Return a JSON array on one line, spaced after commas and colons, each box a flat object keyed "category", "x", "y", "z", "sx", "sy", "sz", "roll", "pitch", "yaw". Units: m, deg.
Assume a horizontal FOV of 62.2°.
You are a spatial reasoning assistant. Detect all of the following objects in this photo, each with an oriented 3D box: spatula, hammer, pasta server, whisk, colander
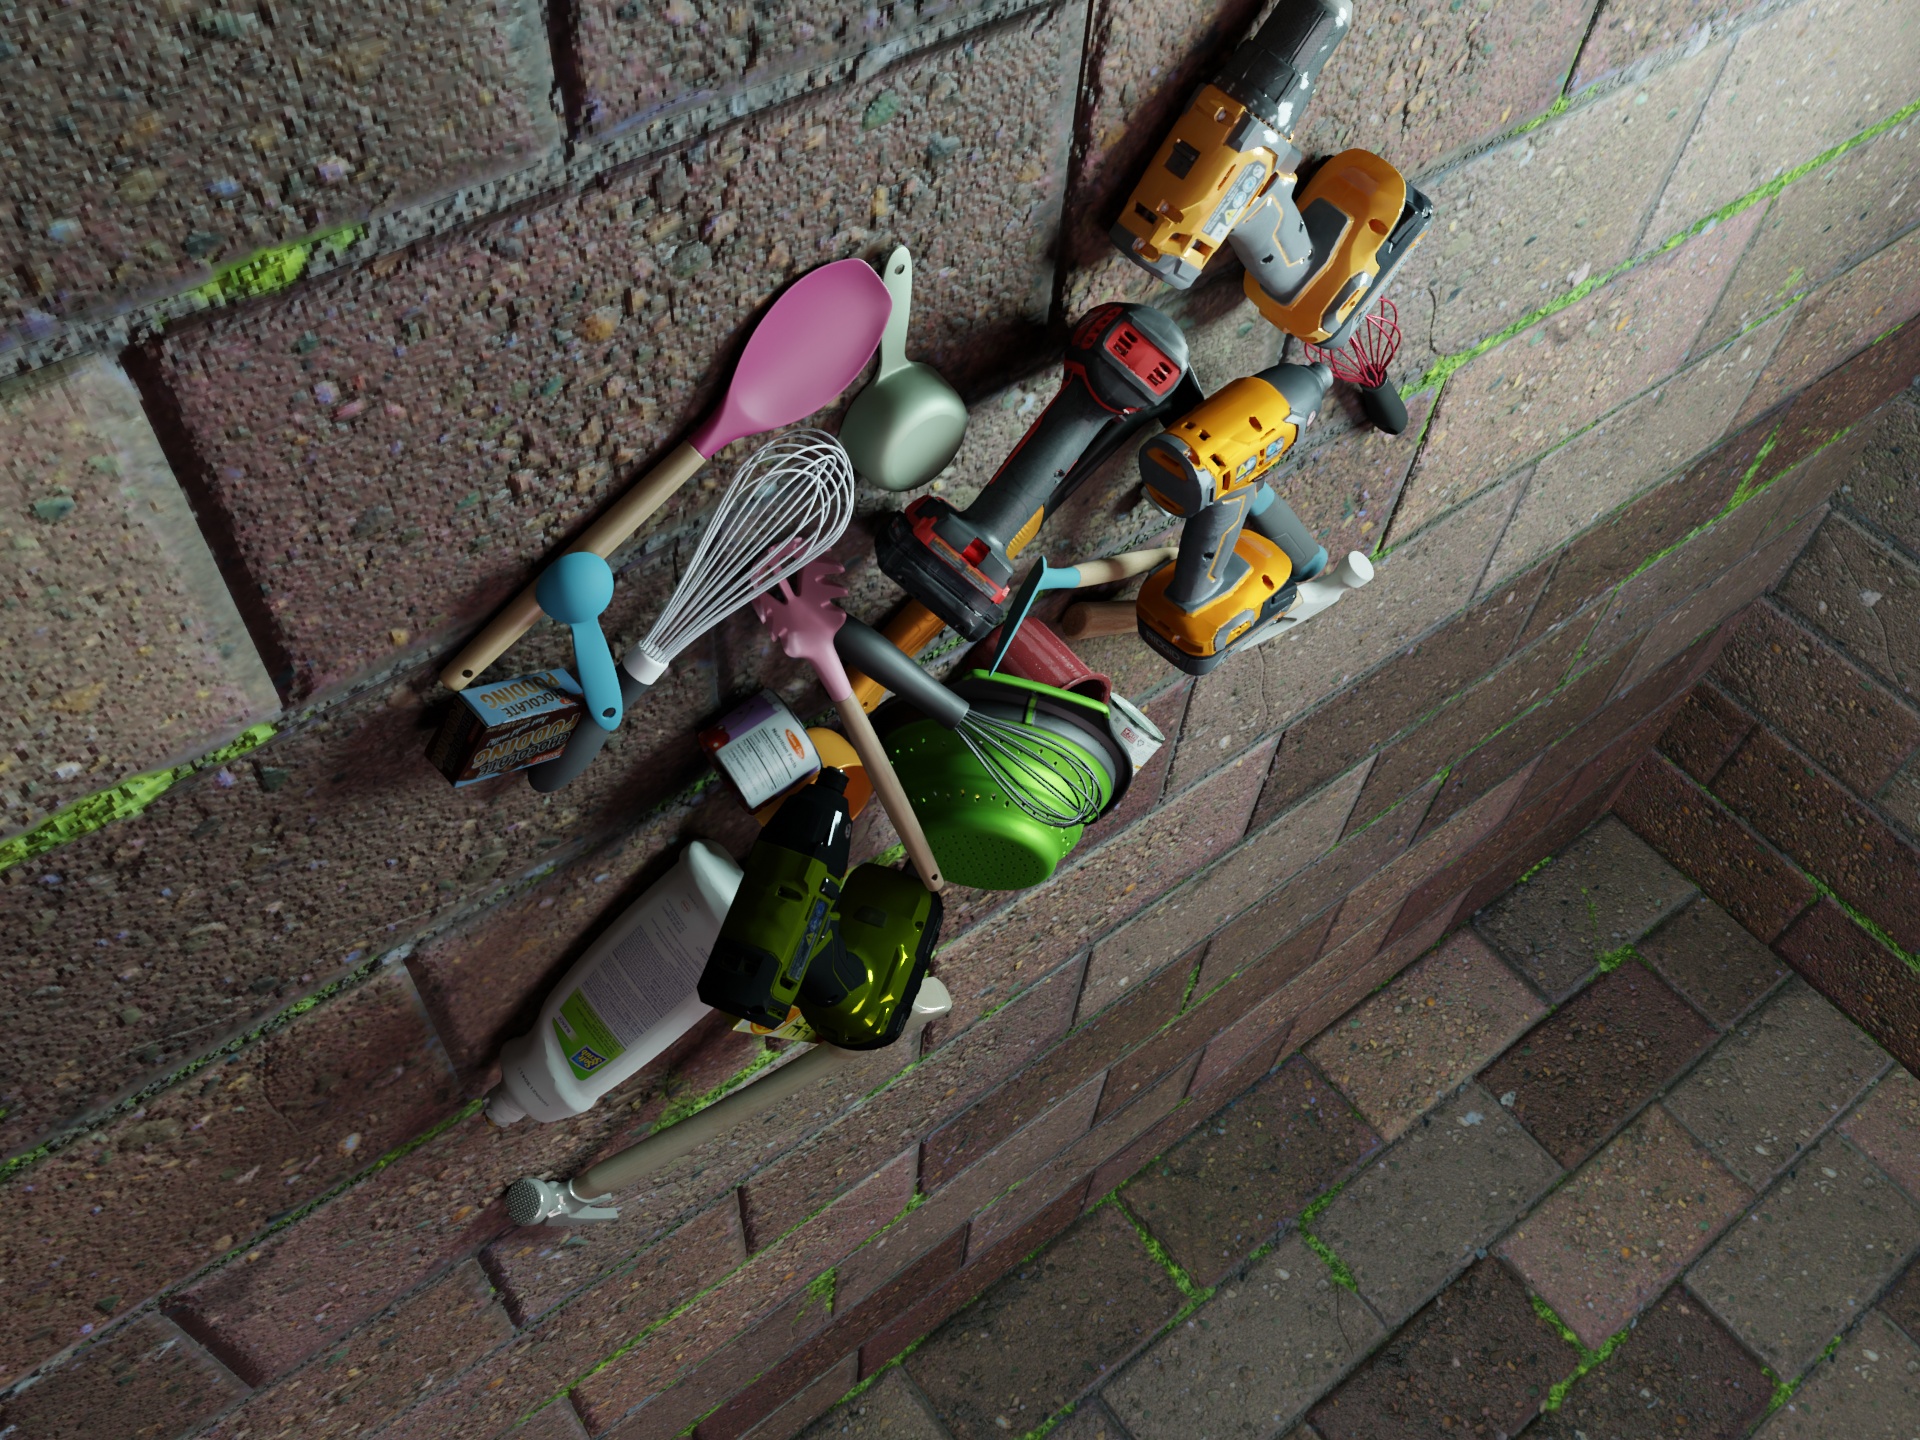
[{"category": "spatula", "x": 0.102, "y": -0.101, "z": 1.174, "sx": 0.317, "sy": 0.044, "sz": 0.082, "roll": -20, "pitch": 142, "yaw": -56}, {"category": "hammer", "x": 0.032, "y": -0.129, "z": 1.095, "sx": 0.337, "sy": 0.034, "sz": 0.127, "roll": -44, "pitch": 154, "yaw": 4}, {"category": "pasta server", "x": -0.065, "y": 0.006, "z": 1.043, "sx": 0.060, "sy": 0.040, "sz": 0.315, "roll": -34, "pitch": 128, "yaw": -14}, {"category": "whisk", "x": 0.320, "y": -0.276, "z": 1.249, "sx": 0.073, "sy": 0.073, "sz": 0.295, "roll": -48, "pitch": 158, "yaw": 10}, {"category": "hammer", "x": 0.211, "y": -0.095, "z": 1.366, "sx": 0.331, "sy": 0.031, "sz": 0.130, "roll": -8, "pitch": 159, "yaw": -41}, {"category": "whisk", "x": -0.002, "y": -0.003, "z": 1.057, "sx": 0.055, "sy": 0.239, "sz": 0.055, "roll": -51, "pitch": -169, "yaw": 14}, {"category": "whisk", "x": -0.163, "y": -0.057, "z": 0.919, "sx": 0.284, "sy": 0.070, "sz": 0.070, "roll": -45, "pitch": 154, "yaw": 18}, {"category": "hammer", "x": -0.185, "y": 0.332, "z": 1.370, "sx": 0.410, "sy": 0.038, "sz": 0.146, "roll": -30, "pitch": 157, "yaw": 10}, {"category": "hammer", "x": 0.252, "y": -0.177, "z": 1.327, "sx": 0.128, "sy": 0.033, "sz": 0.330, "roll": -46, "pitch": 154, "yaw": 9}, {"category": "colander", "x": 0.000, "y": 0.099, "z": 1.240, "sx": 0.204, "sy": 0.095, "sz": 0.397, "roll": 15, "pitch": 151, "yaw": -8}]

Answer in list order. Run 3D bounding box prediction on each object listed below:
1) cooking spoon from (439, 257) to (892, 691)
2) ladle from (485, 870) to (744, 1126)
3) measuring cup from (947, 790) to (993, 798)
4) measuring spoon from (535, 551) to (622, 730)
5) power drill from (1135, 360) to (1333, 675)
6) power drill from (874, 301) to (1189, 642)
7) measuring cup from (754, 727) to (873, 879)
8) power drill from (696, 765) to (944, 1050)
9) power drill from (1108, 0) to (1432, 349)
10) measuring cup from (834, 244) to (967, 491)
[{"category": "cooking spoon", "x": -0.160, "y": -0.128, "z": 0.851, "sx": 0.319, "sy": 0.017, "sz": 0.068, "roll": -43, "pitch": 137, "yaw": 2}, {"category": "ladle", "x": -0.245, "y": 0.209, "z": 1.230, "sx": 0.315, "sy": 0.031, "sz": 0.069, "roll": -41, "pitch": 148, "yaw": 0}, {"category": "measuring cup", "x": -0.013, "y": 0.066, "z": 1.327, "sx": 0.062, "sy": 0.029, "sz": 0.156, "roll": -45, "pitch": 155, "yaw": 4}, {"category": "measuring spoon", "x": -0.200, "y": -0.036, "z": 0.872, "sx": 0.042, "sy": 0.021, "sz": 0.128, "roll": -25, "pitch": 139, "yaw": -21}, {"category": "power drill", "x": 0.204, "y": -0.155, "z": 1.168, "sx": 0.164, "sy": 0.084, "sz": 0.226, "roll": -36, "pitch": 148, "yaw": -21}, {"category": "power drill", "x": 0.045, "y": -0.162, "z": 0.976, "sx": 0.219, "sy": 0.078, "sz": 0.143, "roll": -49, "pitch": -166, "yaw": 9}, {"category": "measuring cup", "x": -0.110, "y": 0.068, "z": 1.178, "sx": 0.095, "sy": 0.052, "sz": 0.173, "roll": -34, "pitch": 154, "yaw": -18}, {"category": "power drill", "x": -0.088, "y": 0.138, "z": 1.101, "sx": 0.171, "sy": 0.080, "sz": 0.223, "roll": -69, "pitch": 158, "yaw": -14}, {"category": "power drill", "x": 0.209, "y": -0.337, "z": 0.983, "sx": 0.226, "sy": 0.084, "sz": 0.185, "roll": 6, "pitch": 125, "yaw": -51}, {"category": "measuring cup", "x": -0.028, "y": -0.195, "z": 0.906, "sx": 0.083, "sy": 0.038, "sz": 0.167, "roll": -31, "pitch": 154, "yaw": -21}]
